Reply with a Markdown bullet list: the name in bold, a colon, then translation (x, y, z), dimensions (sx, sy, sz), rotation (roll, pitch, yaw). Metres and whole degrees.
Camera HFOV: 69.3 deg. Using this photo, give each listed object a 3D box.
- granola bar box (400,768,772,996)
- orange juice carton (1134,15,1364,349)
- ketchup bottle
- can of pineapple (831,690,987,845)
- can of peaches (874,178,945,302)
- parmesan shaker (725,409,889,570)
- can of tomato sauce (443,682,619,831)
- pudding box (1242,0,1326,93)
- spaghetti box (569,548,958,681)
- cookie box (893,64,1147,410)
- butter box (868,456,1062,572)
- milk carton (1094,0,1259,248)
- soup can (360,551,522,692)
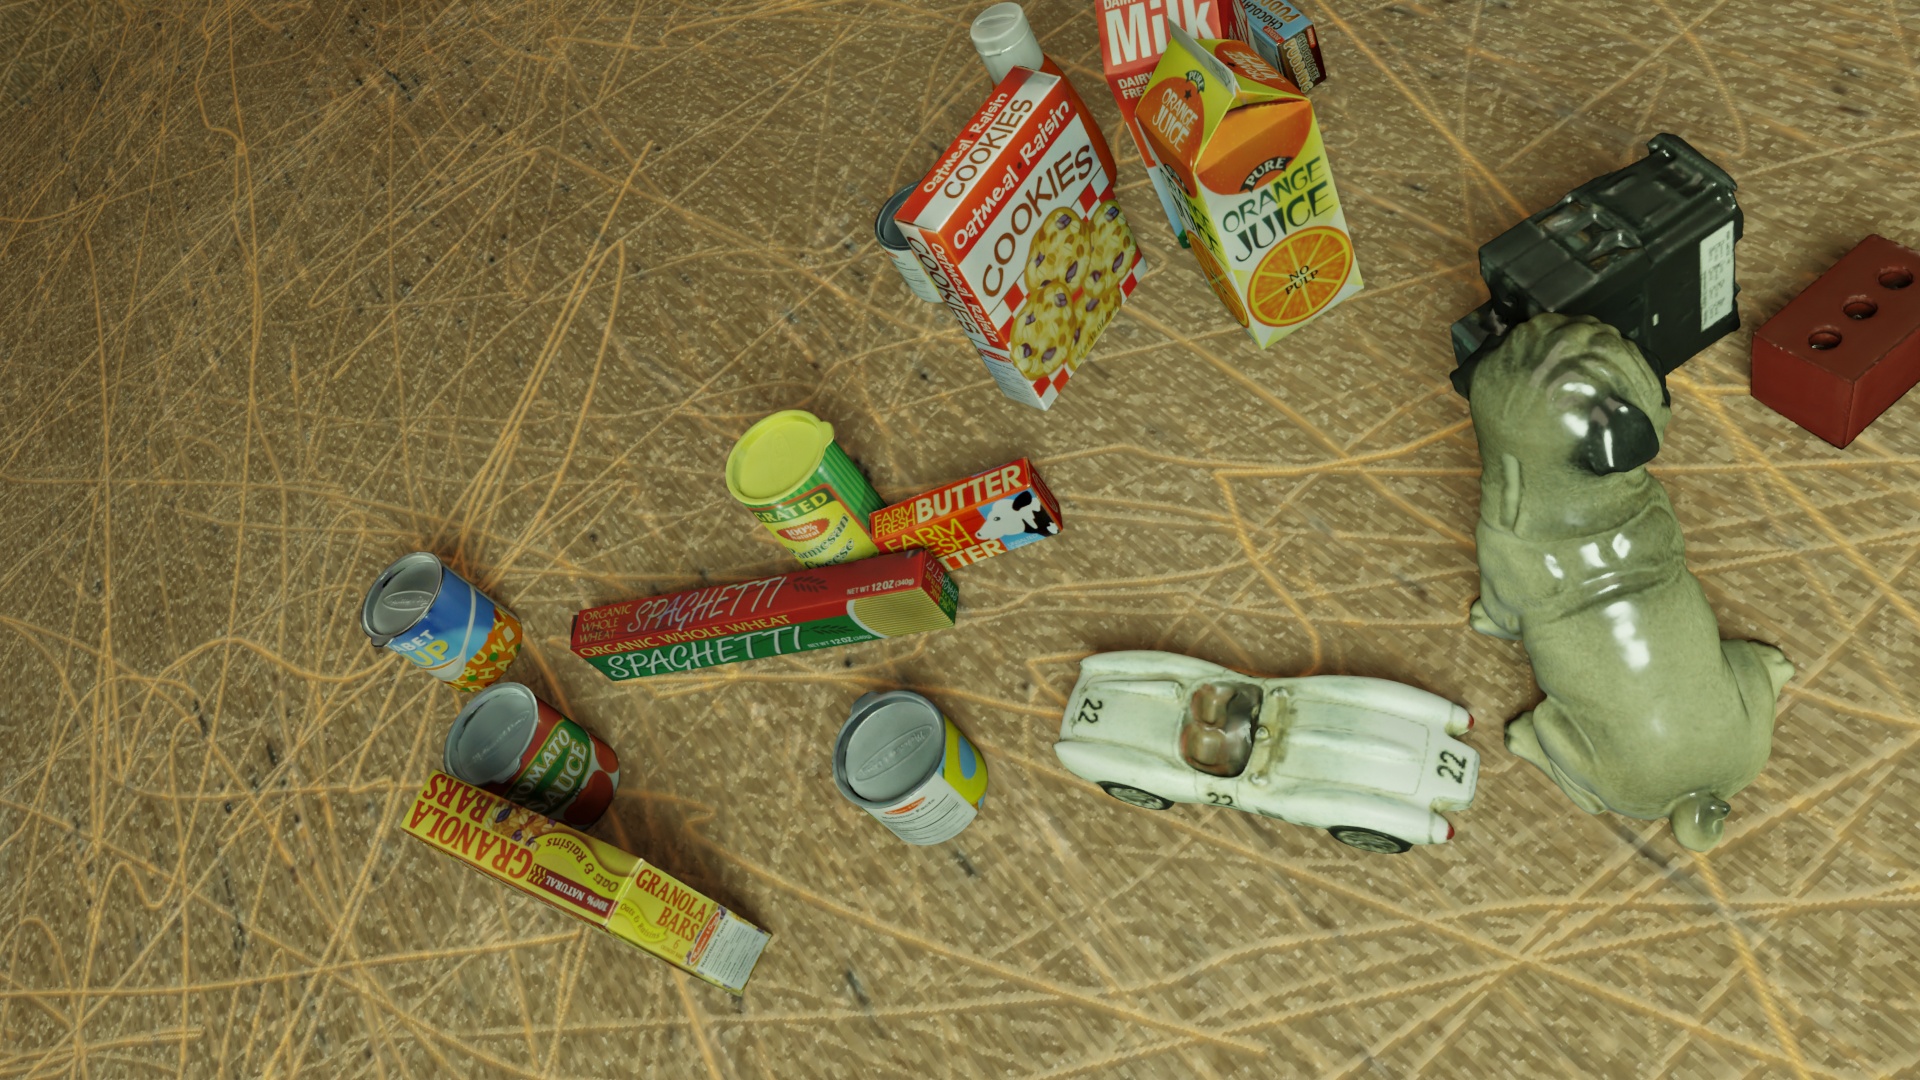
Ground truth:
- **granola bar box**: translation (-0.200, 0.183, 0.743), dimensions (0.165, 0.124, 0.039), rotation (12, 65, 34)
- **orange juice carton**: translation (0.159, -0.203, 0.777), dimensions (0.073, 0.192, 0.072), rotation (-32, 49, 5)
- **ketchup bottle**: translation (0.052, -0.285, 0.920), dimensions (0.064, 0.148, 0.044), rotation (3, 60, 30)
- **can of pineapple**: translation (-0.026, 0.120, 0.739), dimensions (0.071, 0.057, 0.071), rotation (-14, 53, 19)
- **can of peaches**: translation (-0.015, -0.209, 0.963), dimensions (0.071, 0.058, 0.071), rotation (-14, 53, 19)
- **parmesan shaker**: translation (-0.084, -0.023, 0.840), dimensions (0.071, 0.102, 0.071), rotation (-14, 53, 19)
- **can of tomato sauce**: translation (-0.255, 0.134, 0.834), dimensions (0.071, 0.083, 0.071), rotation (-14, 53, 19)
- **pudding box**: translation (0.211, -0.342, 0.941), dimensions (0.030, 0.049, 0.084), rotation (-32, 49, 5)
- **spaghetti box**: translation (-0.124, 0.048, 0.846), dimensions (0.250, 0.050, 0.029), rotation (-11, 54, 22)
- **cookie box**: translation (0.041, -0.179, 0.839), dimensions (0.040, 0.167, 0.123), rotation (24, 72, 38)
- **butter box**: translation (0.003, -0.010, 0.817), dimensions (0.103, 0.053, 0.024), rotation (-19, 51, 15)
- **milk carton**: translation (0.141, -0.271, 0.836), dimensions (0.072, 0.190, 0.074), rotation (-6, 56, 25)
- **soup can**: translation (-0.349, 0.059, 0.937), dimensions (0.071, 0.083, 0.072), rotation (-14, 53, 19)
